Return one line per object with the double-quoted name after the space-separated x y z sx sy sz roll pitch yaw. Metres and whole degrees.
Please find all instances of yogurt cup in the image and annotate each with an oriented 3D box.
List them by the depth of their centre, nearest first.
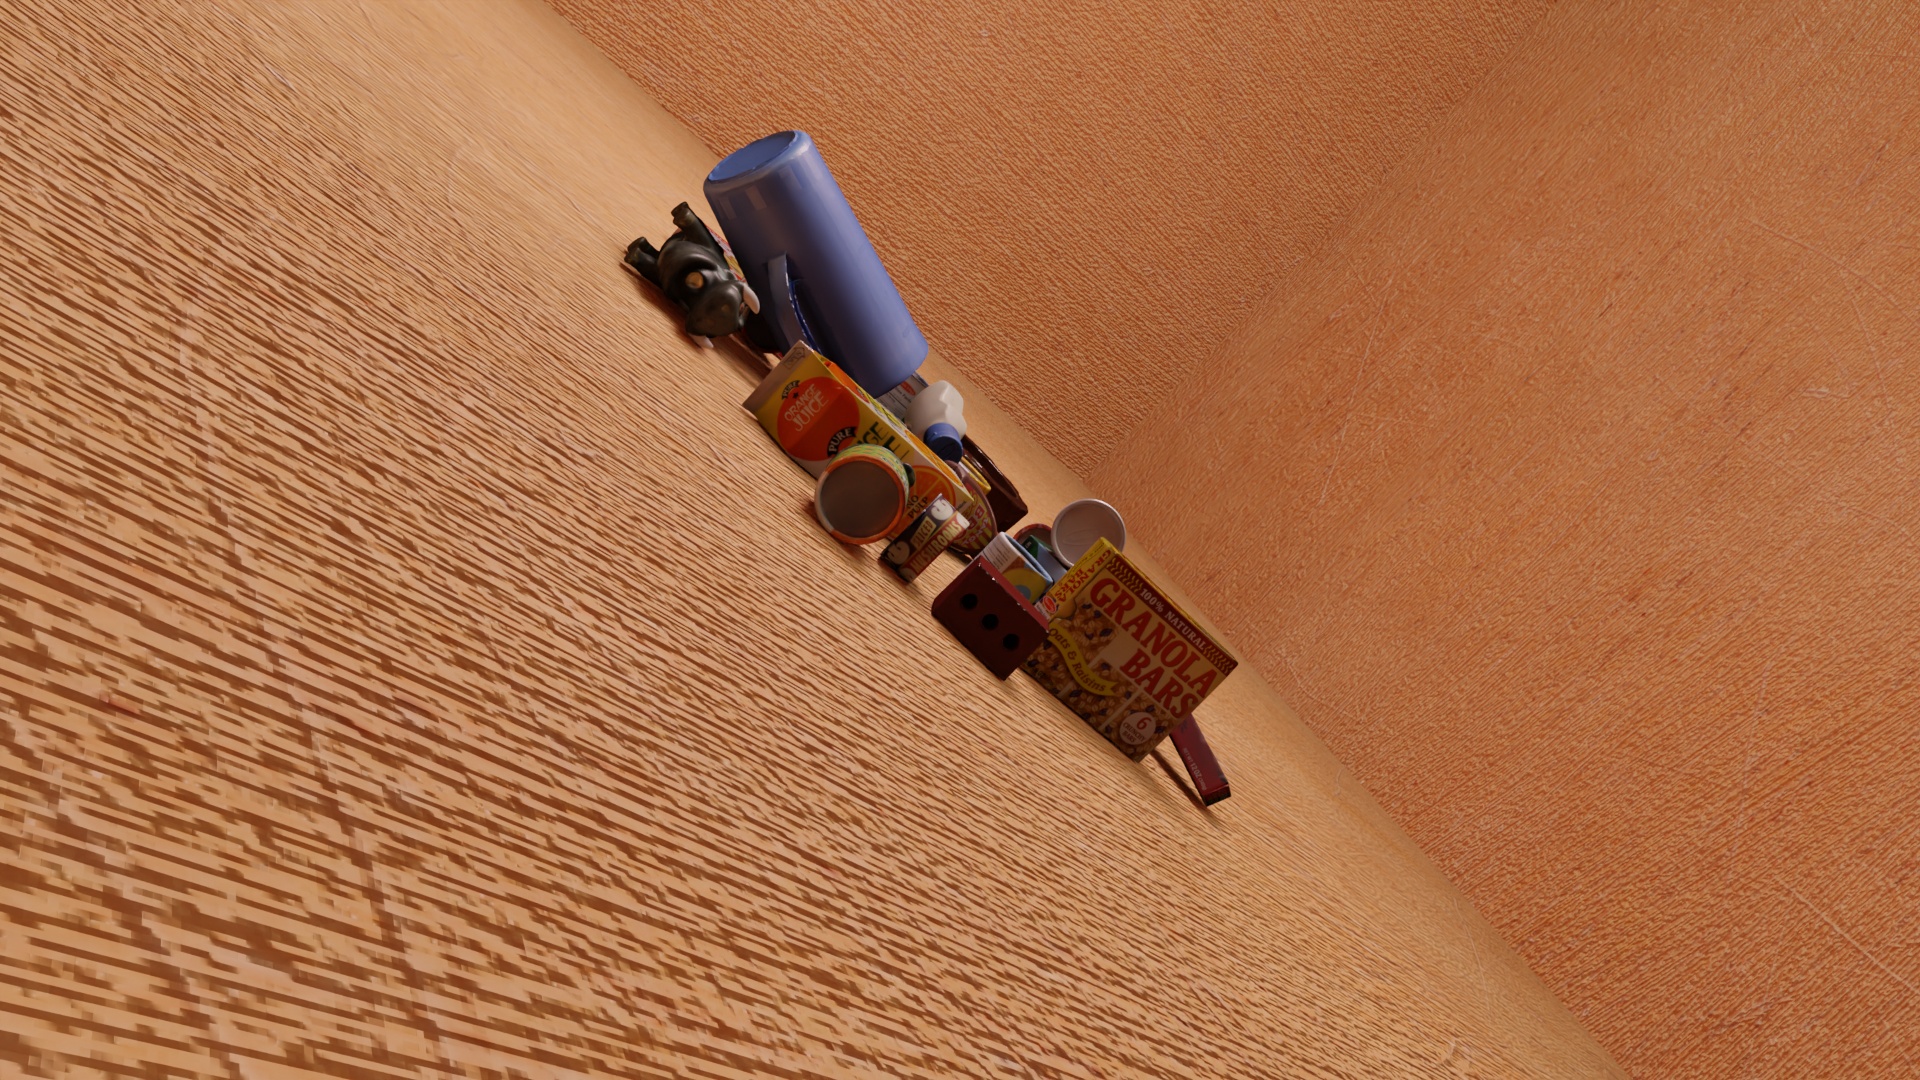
0.118 -0.002 1.285 0.072 0.072 0.054 45 0 7 "yogurt cup"

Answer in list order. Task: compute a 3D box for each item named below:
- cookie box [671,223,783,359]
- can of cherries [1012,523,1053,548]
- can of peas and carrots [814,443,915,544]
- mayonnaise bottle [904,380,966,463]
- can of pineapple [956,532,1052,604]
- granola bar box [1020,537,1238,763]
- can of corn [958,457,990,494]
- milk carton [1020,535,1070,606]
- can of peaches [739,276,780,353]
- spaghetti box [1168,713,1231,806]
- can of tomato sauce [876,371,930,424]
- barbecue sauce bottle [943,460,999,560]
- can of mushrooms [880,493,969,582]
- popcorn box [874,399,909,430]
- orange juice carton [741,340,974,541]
-0.238 -0.271 1.481 0.122 0.040 0.168 38 11 -38 "cookie box"
0.096 0.019 1.548 0.058 0.071 0.072 34 13 -52 "can of cherries"
-0.068 -0.034 1.007 0.071 0.071 0.059 43 8 -7 "can of peas and carrots"
-0.023 -0.114 1.405 0.041 0.064 0.149 46 12 -22 "mayonnaise bottle"
0.041 0.036 1.238 0.071 0.058 0.071 44 8 -7 "can of pineapple"
0.136 0.095 1.172 0.165 0.124 0.039 41 7 -25 "granola bar box"
-0.010 -0.055 1.446 0.071 0.058 0.071 43 8 -8 "can of corn"
0.112 0.089 1.273 0.191 0.072 0.073 47 8 25 "milk carton"
-0.191 -0.225 1.385 0.071 0.071 0.058 39 10 -37 "can of peaches"
0.189 0.135 1.331 0.251 0.029 0.050 65 2 27 "spaghetti box"
-0.079 -0.154 1.519 0.071 0.083 0.071 44 8 -7 "can of tomato sauce"
0.005 -0.017 1.325 0.044 0.065 0.148 43 -3 36 "barbecue sauce bottle"
-0.027 -0.001 1.056 0.033 0.071 0.071 46 8 0 "can of mushrooms"
-0.097 -0.122 1.423 0.126 0.038 0.085 39 10 -33 "popcorn box"
-0.085 -0.076 1.135 0.192 0.071 0.073 41 8 -26 "orange juice carton"
